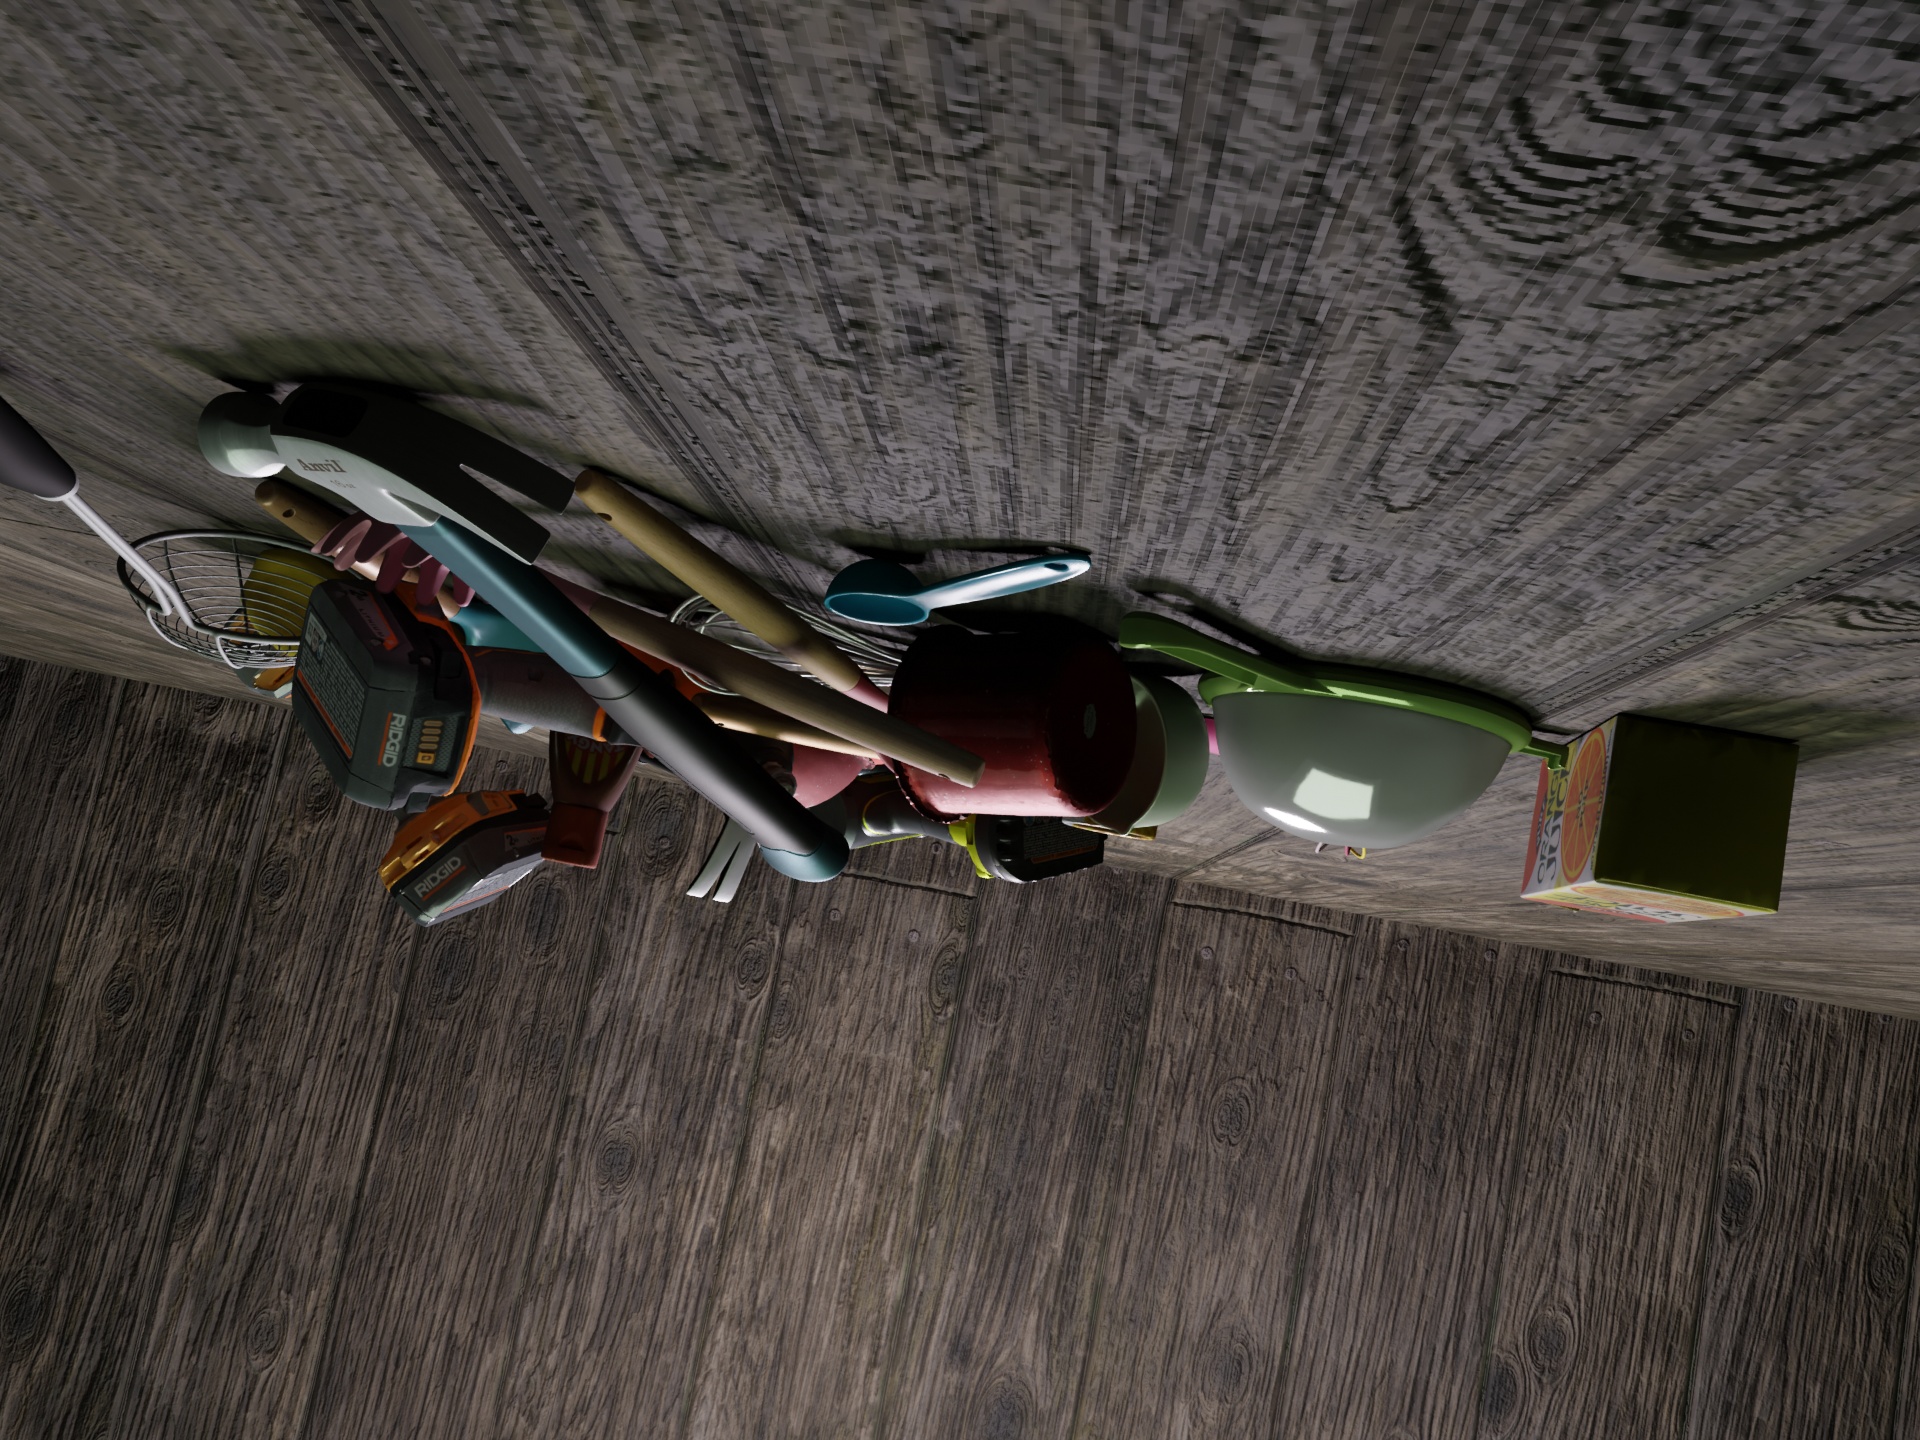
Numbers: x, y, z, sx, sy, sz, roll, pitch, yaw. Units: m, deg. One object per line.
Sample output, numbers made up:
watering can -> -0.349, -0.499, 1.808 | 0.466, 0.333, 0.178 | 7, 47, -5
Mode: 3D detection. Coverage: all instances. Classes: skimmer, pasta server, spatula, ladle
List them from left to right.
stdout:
skimmer -> -0.359, -0.105, 0.703 | 0.127, 0.090, 0.363 | 22, 163, 3
spatula -> -0.282, -0.062, 0.862 | 0.044, 0.082, 0.317 | 53, 179, 15
pasta server -> -0.138, -0.031, 0.689 | 0.316, 0.040, 0.060 | 23, 170, 12
ladle -> -0.065, -0.028, 0.701 | 0.069, 0.031, 0.315 | 1, 159, 30

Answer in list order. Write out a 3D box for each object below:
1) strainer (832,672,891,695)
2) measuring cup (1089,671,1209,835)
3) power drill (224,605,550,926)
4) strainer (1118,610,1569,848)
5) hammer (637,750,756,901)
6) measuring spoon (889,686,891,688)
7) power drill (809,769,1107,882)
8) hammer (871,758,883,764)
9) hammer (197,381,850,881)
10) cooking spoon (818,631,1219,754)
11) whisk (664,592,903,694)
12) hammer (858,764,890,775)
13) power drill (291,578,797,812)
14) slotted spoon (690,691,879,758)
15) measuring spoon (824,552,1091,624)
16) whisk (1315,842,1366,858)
strainer -> -0.001, -0.003, 0.936 | 0.258, 0.050, 0.087 | 7, 180, -11
measuring cup -> 0.064, 0.024, 0.810 | 0.038, 0.083, 0.167 | 0, 168, -33
power drill -> -0.362, 0.014, 1.052 | 0.226, 0.084, 0.185 | 53, -171, 2
strainer -> 0.145, 0.012, 0.690 | 0.151, 0.069, 0.256 | 5, 172, 42
hammer -> -0.239, 0.015, 1.103 | 0.034, 0.127, 0.337 | 17, -178, -44
measuring spoon -> -0.023, -0.017, 0.983 | 0.117, 0.011, 0.021 | 14, 175, 8
power drill -> 0.012, 0.076, 1.341 | 0.190, 0.080, 0.229 | -7, -172, -43
hammer -> -0.035, 0.019, 1.187 | 0.149, 0.037, 0.359 | 13, 172, -17
hammer -> -0.141, -0.018, 0.641 | 0.128, 0.033, 0.330 | 8, 154, 33
cooking spoon -> 0.067, -0.007, 0.875 | 0.318, 0.017, 0.069 | 13, 172, -20
whisk -> -0.028, -0.025, 0.801 | 0.246, 0.057, 0.059 | 11, -152, -21
hammer -> -0.144, 0.031, 1.449 | 0.386, 0.038, 0.143 | 15, 174, -28
power drill -> -0.195, -0.004, 0.794 | 0.226, 0.084, 0.164 | 4, -157, -39
slotted spoon -> -0.019, 0.017, 0.860 | 0.070, 0.031, 0.313 | -9, 165, 42
measuring spoon -> -0.001, -0.058, 0.603 | 0.129, 0.021, 0.042 | -8, 161, 43
whisk -> 0.240, 0.048, 0.958 | 0.051, 0.047, 0.244 | -4, 167, 8
